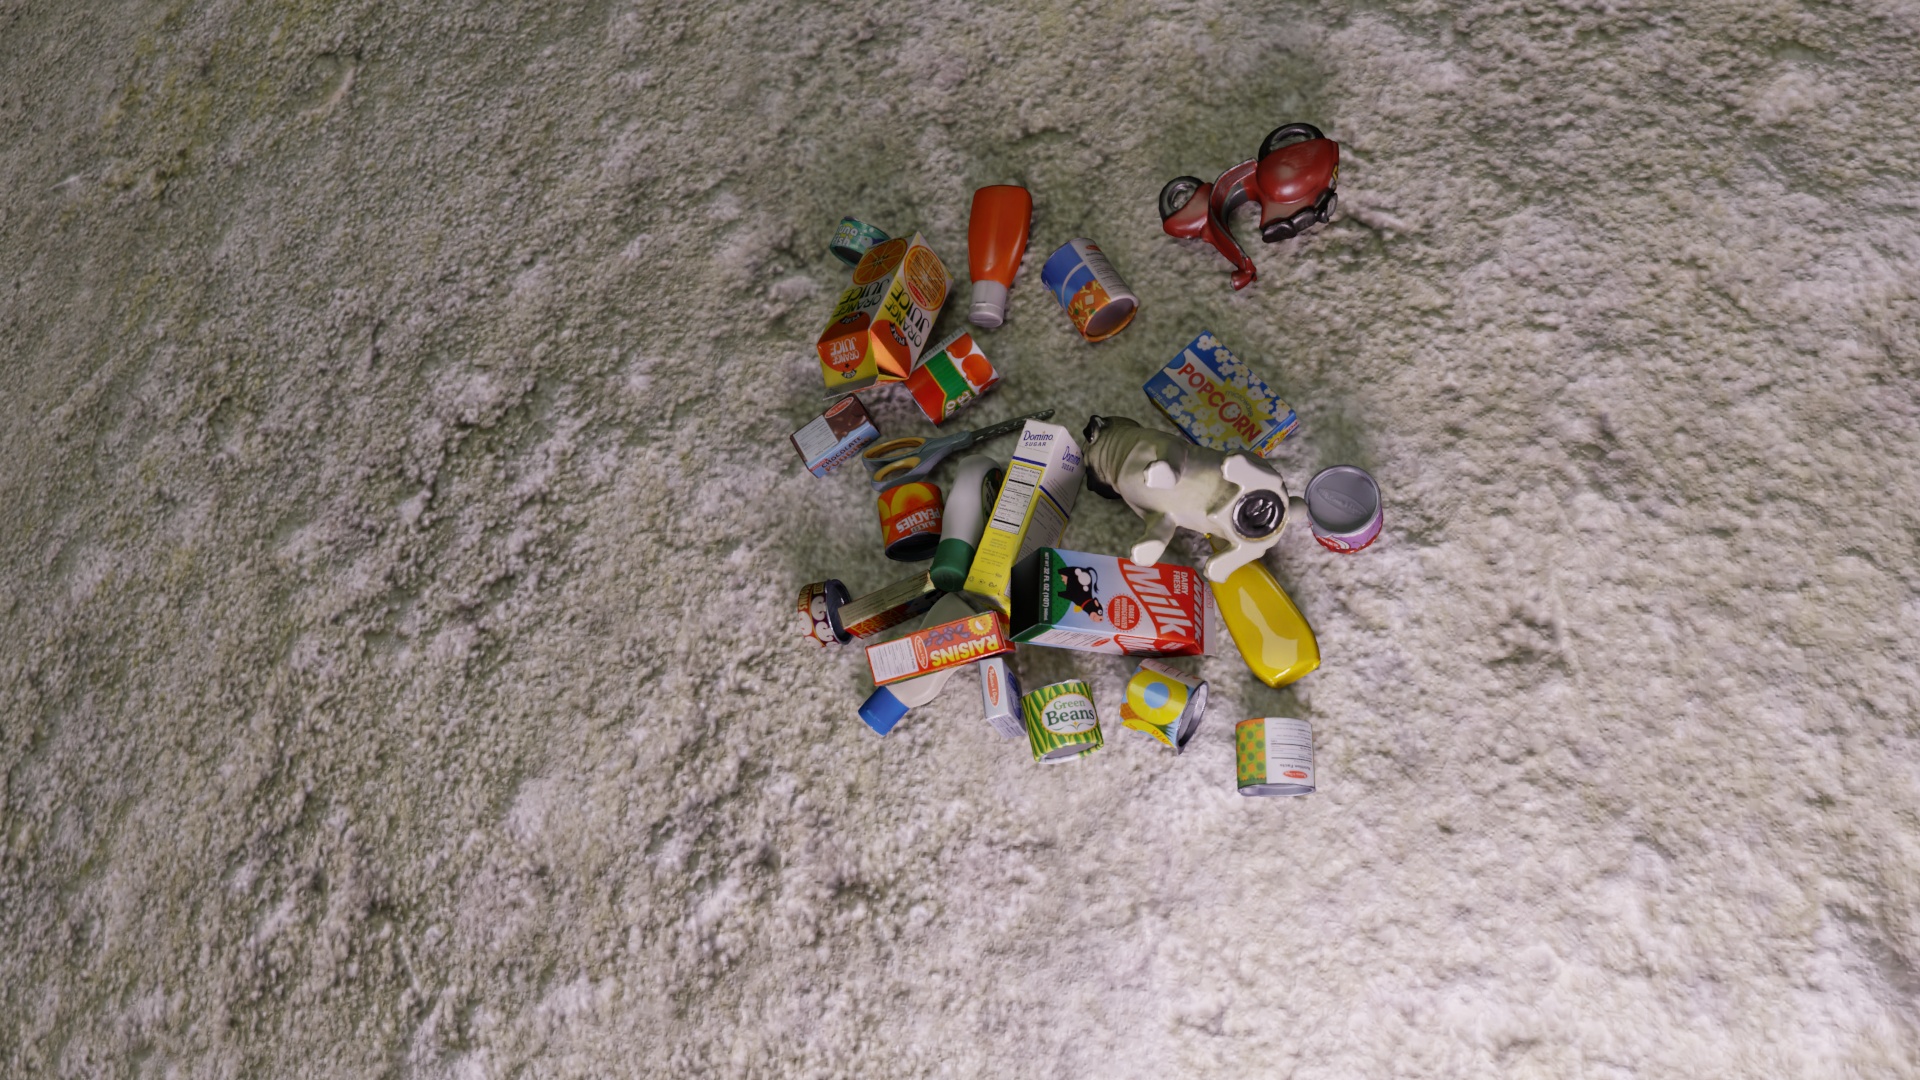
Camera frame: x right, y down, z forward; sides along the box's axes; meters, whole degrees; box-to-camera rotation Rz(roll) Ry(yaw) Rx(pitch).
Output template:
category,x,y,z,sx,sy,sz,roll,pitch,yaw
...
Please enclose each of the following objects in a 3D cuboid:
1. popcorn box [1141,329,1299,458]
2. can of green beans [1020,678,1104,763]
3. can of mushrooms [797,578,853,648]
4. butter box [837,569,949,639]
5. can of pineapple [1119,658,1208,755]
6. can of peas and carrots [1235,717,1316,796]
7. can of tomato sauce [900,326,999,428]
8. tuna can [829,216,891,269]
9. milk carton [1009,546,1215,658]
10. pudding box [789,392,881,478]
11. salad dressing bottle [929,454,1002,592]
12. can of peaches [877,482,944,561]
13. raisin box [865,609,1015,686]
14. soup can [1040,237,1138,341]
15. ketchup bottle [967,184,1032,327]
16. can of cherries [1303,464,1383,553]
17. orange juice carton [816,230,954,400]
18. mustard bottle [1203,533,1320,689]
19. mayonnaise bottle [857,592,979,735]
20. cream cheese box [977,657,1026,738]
category,x,y,z,sx,sy,sz,roll,pitch,yaw
popcorn box,0.247,-0.127,1.321,0.085,0.038,0.127,-42,64,3
can of green beans,0.092,0.165,1.257,0.071,0.071,0.058,-18,67,13
can of mushrooms,-0.133,0.071,1.369,0.033,0.071,0.071,-10,69,18
butter box,-0.064,0.063,1.357,0.103,0.053,0.024,-24,68,11
can of pineapple,0.180,0.146,1.233,0.058,0.071,0.071,21,80,25
can of peas and carrots,0.268,0.186,1.190,0.071,0.071,0.059,-5,70,18
can of tomato sauce,-0.011,-0.165,1.412,0.083,0.071,0.071,-36,64,4
tuna can,-0.107,-0.317,1.496,0.071,0.071,0.033,20,81,24
milk carton,0.144,0.060,1.245,0.191,0.073,0.072,9,71,-18
pudding box,-0.131,-0.110,1.454,0.083,0.030,0.050,-35,63,5
salad dressing bottle,0.005,-0.017,1.333,0.044,0.064,0.148,4,49,14
can of peaches,-0.046,-0.019,1.369,0.071,0.071,0.058,-17,66,14
raisin box,-0.016,0.098,1.266,0.123,0.086,0.040,-16,82,7
soup can,0.128,-0.249,1.393,0.071,0.071,0.084,-34,64,6
ketchup bottle,0.036,-0.298,1.454,0.065,0.043,0.149,2,73,21
can of cherries,0.341,-0.025,1.241,0.071,0.058,0.071,-6,71,17
orange juice carton,-0.081,-0.219,1.407,0.071,0.073,0.194,-9,46,37
mustard bottle,0.261,0.054,1.247,0.065,0.048,0.161,-29,63,6
mayonnaise bottle,-0.036,0.121,1.333,0.148,0.041,0.065,-47,69,0
cream cheese box,0.038,0.145,1.263,0.024,0.103,0.053,-9,70,9
